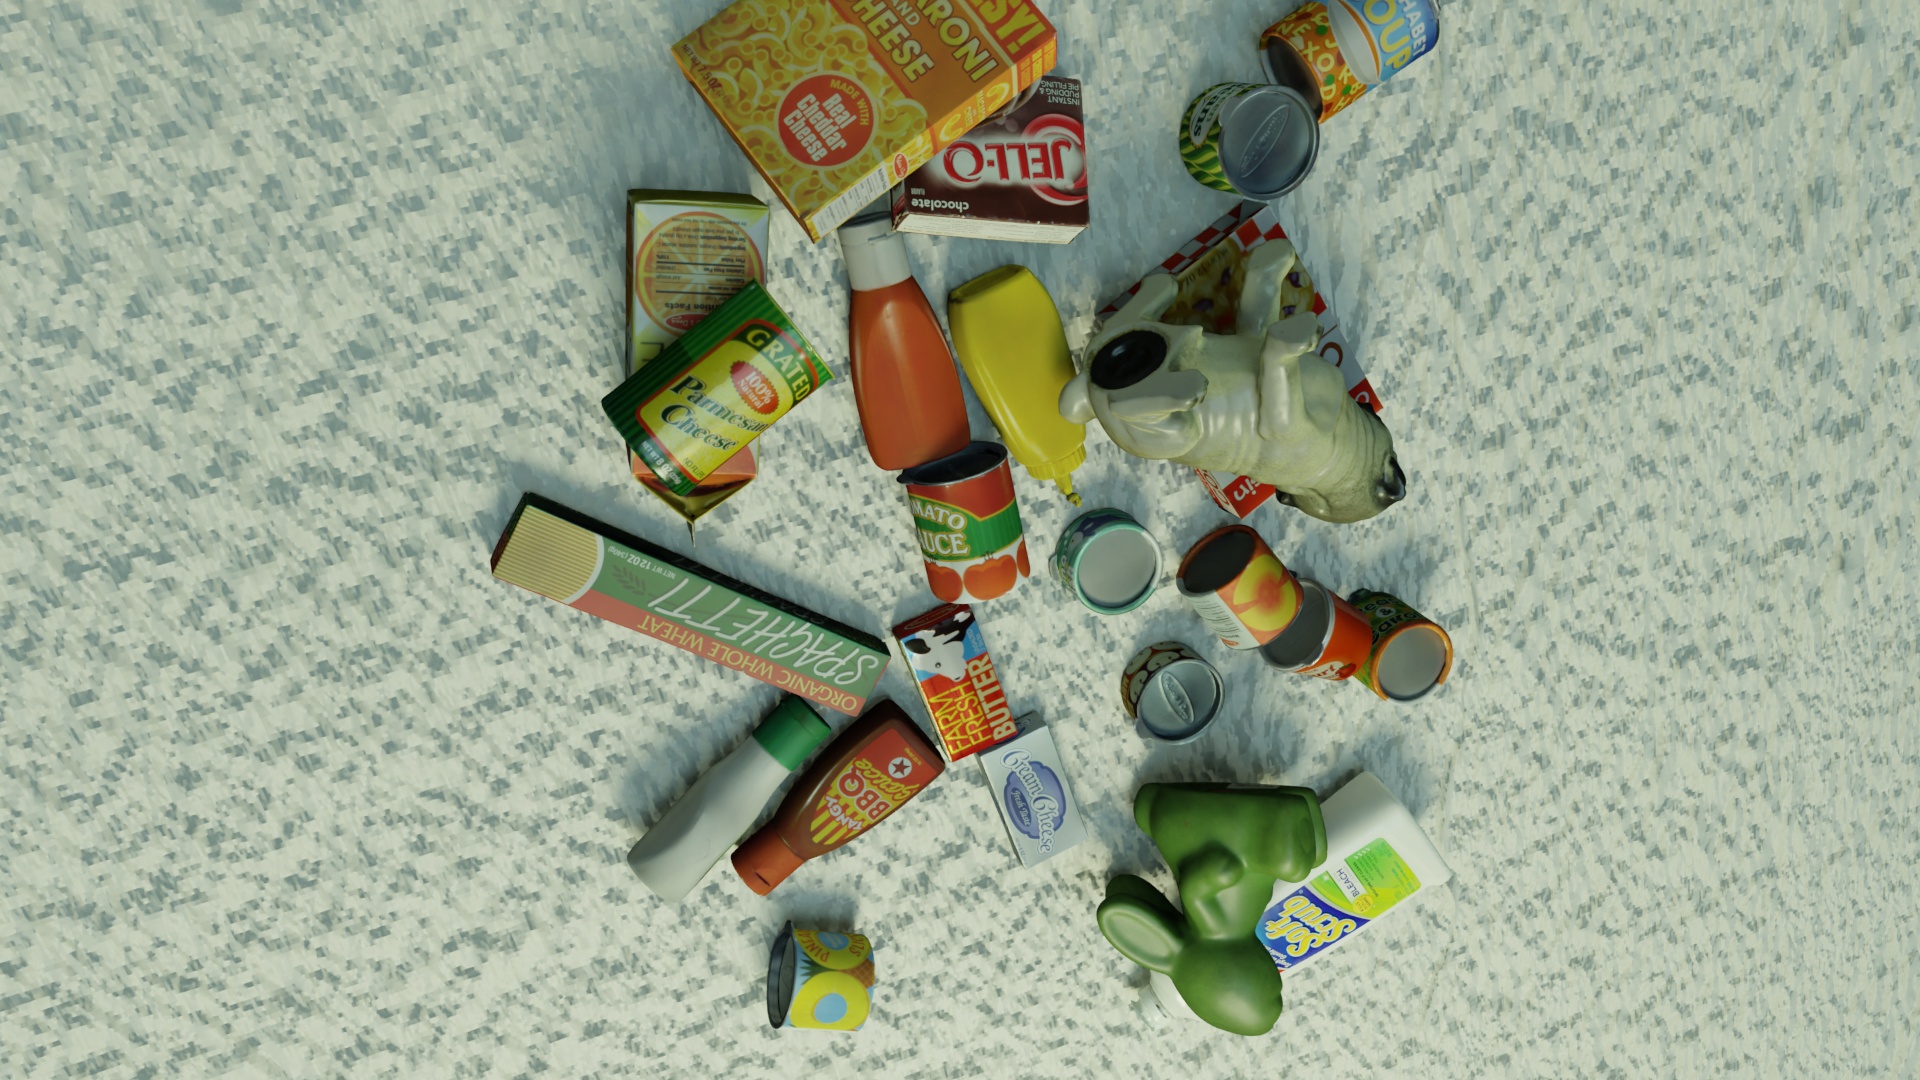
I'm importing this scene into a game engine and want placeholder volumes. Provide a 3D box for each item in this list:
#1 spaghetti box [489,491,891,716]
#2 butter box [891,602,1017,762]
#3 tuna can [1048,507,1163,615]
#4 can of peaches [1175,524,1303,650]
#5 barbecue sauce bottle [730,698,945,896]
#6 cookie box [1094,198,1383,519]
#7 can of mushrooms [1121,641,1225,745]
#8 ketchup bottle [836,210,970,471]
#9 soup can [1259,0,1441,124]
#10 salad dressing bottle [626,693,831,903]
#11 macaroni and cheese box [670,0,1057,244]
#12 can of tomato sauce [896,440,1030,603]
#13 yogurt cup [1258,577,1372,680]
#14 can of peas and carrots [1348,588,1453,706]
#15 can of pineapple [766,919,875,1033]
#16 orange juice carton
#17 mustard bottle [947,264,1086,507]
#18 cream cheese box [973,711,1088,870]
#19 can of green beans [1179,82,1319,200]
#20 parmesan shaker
[{"bbox_3d":[-0.160,0.043,0.856,0.250,0.029,0.050,25,101,-23],"label":"spaghetti box"},{"bbox_3d":[-0.003,0.093,0.924,0.053,0.024,0.103,-24,114,-7],"label":"butter box"},{"bbox_3d":[0.097,0.015,0.923,0.071,0.033,0.070,-6,110,-16],"label":"tuna can"},{"bbox_3d":[0.190,0.029,0.939,0.071,0.071,0.058,-43,115,1],"label":"can of peaches"},{"bbox_3d":[-0.084,0.173,0.917,0.148,0.044,0.064,-40,116,0],"label":"barbecue sauce bottle"},{"bbox_3d":[0.183,-0.115,0.900,0.123,0.040,0.167,-38,114,-1],"label":"cookie box"},{"bbox_3d":[0.146,0.108,0.971,0.071,0.033,0.070,-6,111,-16],"label":"can of mushrooms"},{"bbox_3d":[-0.038,-0.119,0.828,0.065,0.043,0.148,-18,113,-11],"label":"ketchup bottle"},{"bbox_3d":[0.233,-0.300,0.832,0.084,0.071,0.071,-35,115,-3],"label":"soup can"},{"bbox_3d":[-0.146,0.162,0.887,0.148,0.064,0.044,-46,106,-6],"label":"salad dressing bottle"},{"bbox_3d":[-0.050,-0.260,0.746,0.166,0.040,0.124,-37,82,-3],"label":"macaroni and cheese box"},{"bbox_3d":[0.003,-0.011,0.865,0.071,0.071,0.082,-17,114,-11],"label":"can of tomato sauce"},{"bbox_3d":[0.250,0.065,0.972,0.054,0.072,0.072,22,102,-31],"label":"yogurt cup"},{"bbox_3d":[0.308,0.075,0.996,0.071,0.059,0.070,-6,111,-16],"label":"can of peas and carrots"},{"bbox_3d":[-0.095,0.298,0.945,0.058,0.071,0.070,11,105,-21],"label":"can of pineapple"},{"bbox_3d":[-0.151,-0.097,0.785,0.073,0.072,0.192,-1,109,-17],"label":"orange juice carton"},{"bbox_3d":[0.043,-0.089,0.861,0.065,0.049,0.159,-25,115,-8],"label":"mustard bottle"},{"bbox_3d":[0.049,0.175,0.969,0.053,0.024,0.103,-25,114,-9],"label":"cream cheese box"},{"bbox_3d":[0.174,-0.243,0.841,0.071,0.058,0.071,-6,111,-15],"label":"can of green beans"},{"bbox_3d":[-0.124,-0.077,0.723,0.103,0.071,0.071,-39,115,-1],"label":"parmesan shaker"}]
